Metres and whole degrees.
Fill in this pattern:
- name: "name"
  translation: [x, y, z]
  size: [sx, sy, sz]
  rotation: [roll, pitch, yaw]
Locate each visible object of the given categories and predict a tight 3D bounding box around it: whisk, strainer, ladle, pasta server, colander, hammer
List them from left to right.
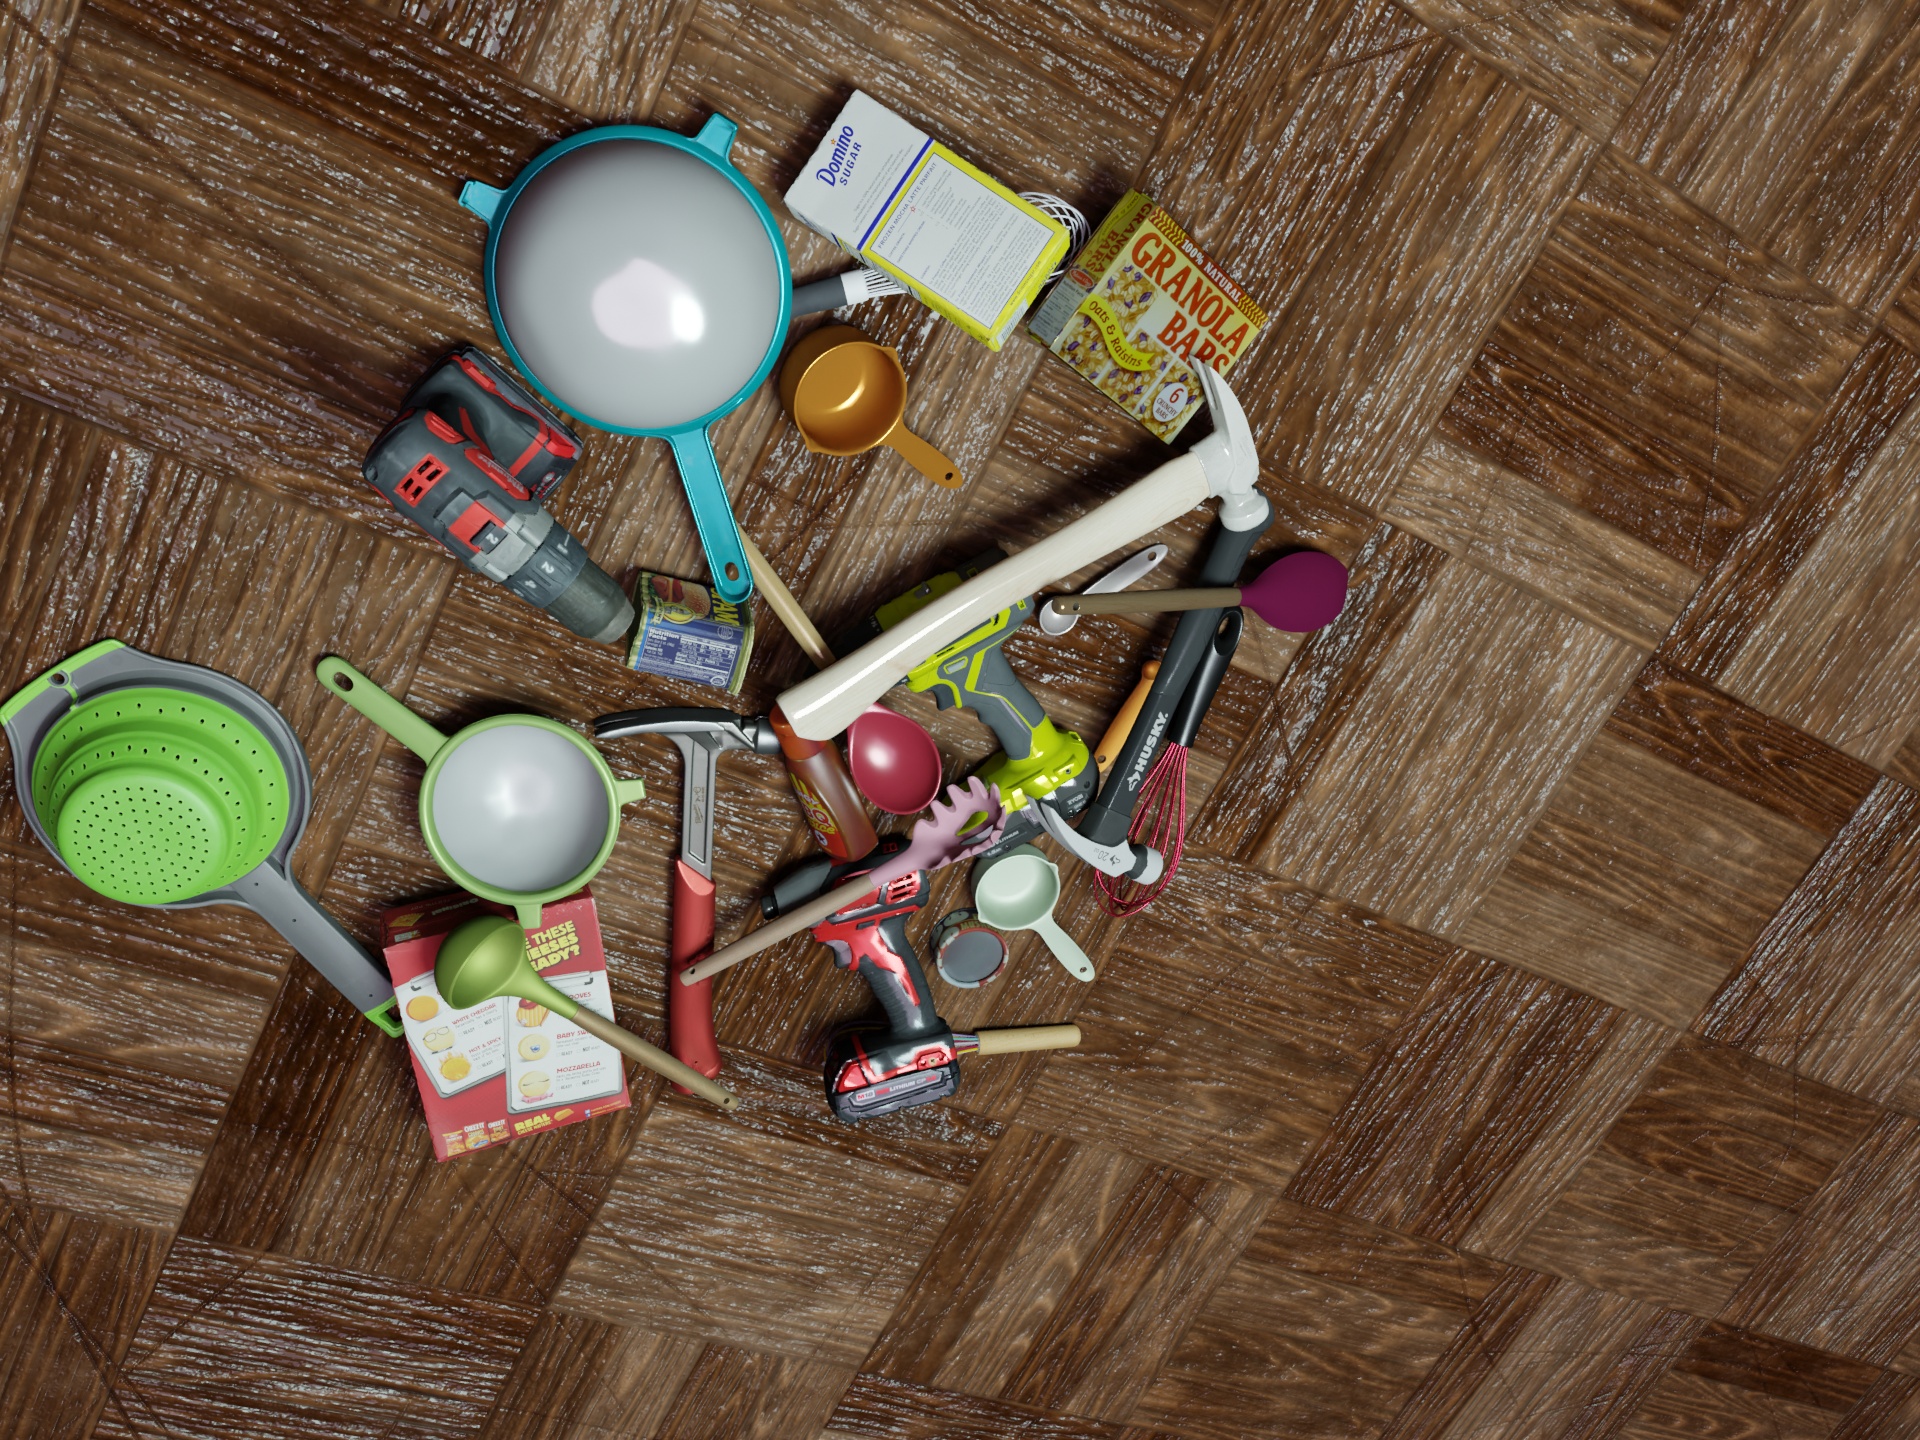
- name: "colander"
  translation: [-0.547, 0.126, 1.199]
  size: [0.204, 0.095, 0.396]
  rotation: [-32, 119, 2]
- name: "strainer"
  translation: [-0.377, 0.030, 1.224]
  size: [0.256, 0.069, 0.151]
  rotation: [38, 97, -9]
- name: "ladle"
  translation: [-0.287, 0.249, 1.273]
  size: [0.319, 0.062, 0.078]
  rotation: [41, 80, -36]
- name: "strainer"
  translation: [-0.205, -0.228, 1.090]
  size: [0.211, 0.095, 0.340]
  rotation: [-14, 112, 3]
- name: "hammer"
  translation: [-0.232, 0.158, 1.330]
  size: [0.149, 0.037, 0.358]
  rotation: [0, 115, -14]
- name: "ladle"
  translation: [-0.117, -0.063, 1.209]
  size: [0.069, 0.031, 0.315]
  rotation: [-34, 100, 6]
- name: "pasta server"
  translation: [-0.097, 0.139, 1.285]
  size: [0.316, 0.060, 0.040]
  rotation: [-28, 150, 11]
- name: "whisk"
  translation: [-0.045, -0.318, 1.139]
  size: [0.284, 0.070, 0.070]
  rotation: [-15, 118, -2]
- name: "whisk"
  translation: [-0.005, 0.301, 1.456]
  size: [0.245, 0.047, 0.051]
  rotation: [-1, 114, -18]
- name: "hammer"
  translation: [0.042, -0.115, 1.188]
  size: [0.410, 0.038, 0.146]
  rotation: [-31, 127, -7]
- name: "hammer"
  translation: [0.168, -0.036, 1.288]
  size: [0.146, 0.035, 0.335]
  rotation: [23, 92, -38]
- name: "whisk"
  translation: [0.183, 0.037, 1.370]
  size: [0.073, 0.073, 0.295]
  rotation: [14, 104, -20]

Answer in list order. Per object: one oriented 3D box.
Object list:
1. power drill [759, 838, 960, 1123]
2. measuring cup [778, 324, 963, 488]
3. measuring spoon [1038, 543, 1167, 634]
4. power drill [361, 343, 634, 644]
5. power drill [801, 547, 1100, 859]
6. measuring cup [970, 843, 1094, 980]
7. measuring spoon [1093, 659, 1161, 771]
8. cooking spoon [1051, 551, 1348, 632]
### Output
- name: "power drill"
  translation: [-0.083, 0.219, 1.354]
  size: [0.143, 0.078, 0.219]
  rotation: [-13, 99, -9]
- name: "measuring cup"
  translation: [-0.063, -0.227, 1.185]
  size: [0.095, 0.052, 0.173]
  rotation: [-49, 135, 10]
- name: "measuring spoon"
  translation: [0.115, -0.112, 1.304]
  size: [0.124, 0.018, 0.034]
  rotation: [-32, 126, -6]
- name: "power drill"
  translation: [-0.298, -0.149, 1.055]
  size: [0.080, 0.227, 0.187]
  rotation: [-44, 117, 9]
- name: "power drill"
  translation: [-0.002, -0.004, 1.289]
  size: [0.190, 0.080, 0.228]
  rotation: [-29, 116, 0]
- name: "measuring cup"
  translation: [0.070, 0.172, 1.416]
  size: [0.083, 0.038, 0.167]
  rotation: [-36, 120, 4]
- name: "measuring spoon"
  translation: [0.140, -0.004, 1.365]
  size: [0.021, 0.011, 0.117]
  rotation: [18, 113, -23]
- name: "cooking spoon"
  translation: [0.199, -0.097, 1.256]
  size: [0.318, 0.017, 0.068]
  rotation: [-6, 108, -35]
